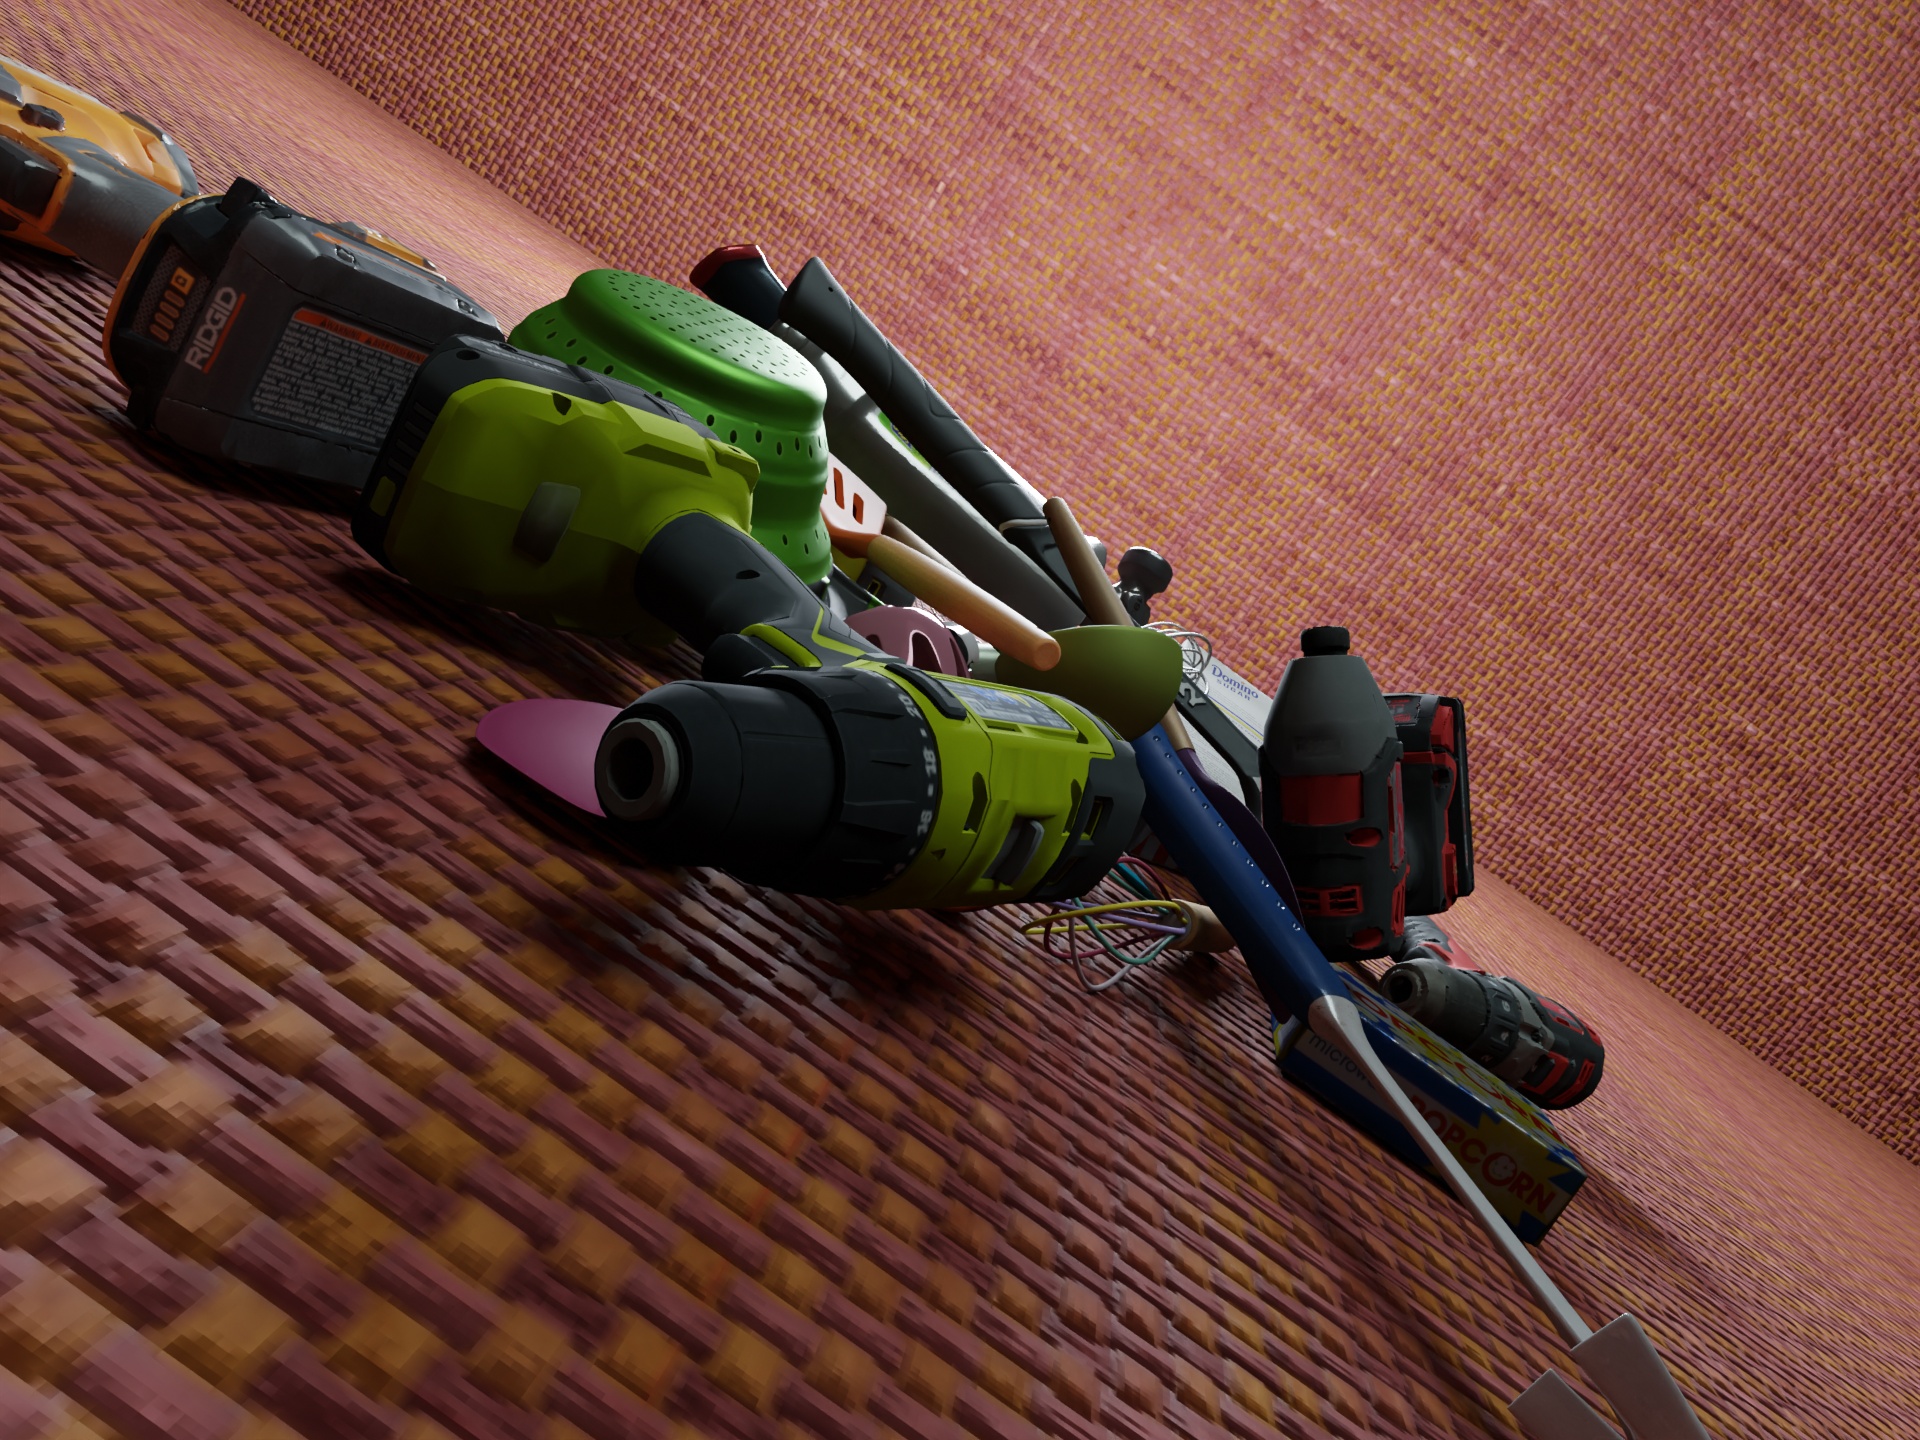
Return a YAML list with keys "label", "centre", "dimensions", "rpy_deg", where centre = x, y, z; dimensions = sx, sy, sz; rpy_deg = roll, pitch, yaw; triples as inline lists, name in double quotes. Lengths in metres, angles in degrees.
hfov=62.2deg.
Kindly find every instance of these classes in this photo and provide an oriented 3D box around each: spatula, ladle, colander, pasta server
- label: "spatula"
  centre: [-0.023, -0.080, 0.726]
  dimensions: [0.081, 0.041, 0.323]
  rpy_deg: [38, 1, -29]
- label: "ladle"
  centre: [0.010, -0.064, 0.761]
  dimensions: [0.078, 0.062, 0.320]
  rpy_deg: [5, 20, -23]
- label: "colander"
  centre: [-0.193, -0.162, 0.663]
  dimensions: [0.397, 0.094, 0.204]
  rpy_deg: [29, 20, 2]
- label: "pasta server"
  centre: [-0.001, -0.002, 0.725]
  dimensions: [0.060, 0.040, 0.316]
  rpy_deg: [-6, -12, 11]
- label: "spatula"
  centre: [0.094, -0.002, 0.739]
  dimensions: [0.018, 0.059, 0.316]
  rpy_deg: [-5, 47, -18]

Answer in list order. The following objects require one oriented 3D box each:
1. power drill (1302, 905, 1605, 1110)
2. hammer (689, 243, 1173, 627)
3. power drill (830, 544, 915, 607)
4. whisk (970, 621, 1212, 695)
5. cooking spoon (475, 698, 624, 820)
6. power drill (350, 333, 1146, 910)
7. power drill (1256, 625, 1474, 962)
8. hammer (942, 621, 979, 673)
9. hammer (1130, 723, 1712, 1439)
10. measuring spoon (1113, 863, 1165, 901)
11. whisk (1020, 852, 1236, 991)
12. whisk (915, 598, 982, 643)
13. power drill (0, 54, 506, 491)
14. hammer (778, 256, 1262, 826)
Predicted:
- label: "power drill"
  centre: [0.252, 0.127, 0.925]
  dimensions: [0.187, 0.080, 0.227]
  rpy_deg: [26, 15, -40]
- label: "hammer"
  centre: [-0.025, -0.155, 1.032]
  dimensions: [0.386, 0.143, 0.038]
  rpy_deg: [39, -20, -23]
- label: "power drill"
  centre: [-0.133, -0.143, 0.946]
  dimensions: [0.171, 0.080, 0.223]
  rpy_deg: [29, 14, -35]
- label: "whisk"
  centre: [0.046, -0.030, 0.885]
  dimensions: [0.246, 0.059, 0.058]
  rpy_deg: [-1, 50, -34]
- label: "cooking spoon"
  centre: [-0.065, 0.015, 0.555]
  dimensions: [0.069, 0.017, 0.319]
  rpy_deg: [31, 9, 15]
- label: "power drill"
  centre: [-0.074, -0.025, 0.461]
  dimensions: [0.229, 0.080, 0.190]
  rpy_deg: [38, 16, 30]
- label: "power drill"
  centre: [0.191, 0.033, 0.755]
  dimensions: [0.078, 0.143, 0.219]
  rpy_deg: [-4, -4, 23]
- label: "hammer"
  centre: [-0.151, -0.105, 0.772]
  dimensions: [0.335, 0.035, 0.146]
  rpy_deg: [34, 19, 12]
- label: "hammer"
  centre: [0.129, 0.103, 0.534]
  dimensions: [0.144, 0.035, 0.406]
  rpy_deg: [45, 8, -32]
- label: "measuring spoon"
  centre: [0.066, 0.074, 0.743]
  dimensions: [0.128, 0.021, 0.042]
  rpy_deg: [39, 5, -32]
- label: "whisk"
  centre: [0.079, 0.083, 0.657]
  dimensions: [0.051, 0.047, 0.244]
  rpy_deg: [51, 10, 20]
- label: "whisk"
  centre: [0.075, -0.025, 1.141]
  dimensions: [0.285, 0.070, 0.070]
  rpy_deg: [43, 11, 15]
- label: "power drill"
  centre: [-0.287, -0.165, 0.521]
  dimensions: [0.226, 0.084, 0.185]
  rpy_deg: [33, 9, 17]
- label: "hammer"
  centre: [0.052, -0.093, 0.862]
  dimensions: [0.409, 0.036, 0.149]
  rpy_deg: [47, 46, -2]
